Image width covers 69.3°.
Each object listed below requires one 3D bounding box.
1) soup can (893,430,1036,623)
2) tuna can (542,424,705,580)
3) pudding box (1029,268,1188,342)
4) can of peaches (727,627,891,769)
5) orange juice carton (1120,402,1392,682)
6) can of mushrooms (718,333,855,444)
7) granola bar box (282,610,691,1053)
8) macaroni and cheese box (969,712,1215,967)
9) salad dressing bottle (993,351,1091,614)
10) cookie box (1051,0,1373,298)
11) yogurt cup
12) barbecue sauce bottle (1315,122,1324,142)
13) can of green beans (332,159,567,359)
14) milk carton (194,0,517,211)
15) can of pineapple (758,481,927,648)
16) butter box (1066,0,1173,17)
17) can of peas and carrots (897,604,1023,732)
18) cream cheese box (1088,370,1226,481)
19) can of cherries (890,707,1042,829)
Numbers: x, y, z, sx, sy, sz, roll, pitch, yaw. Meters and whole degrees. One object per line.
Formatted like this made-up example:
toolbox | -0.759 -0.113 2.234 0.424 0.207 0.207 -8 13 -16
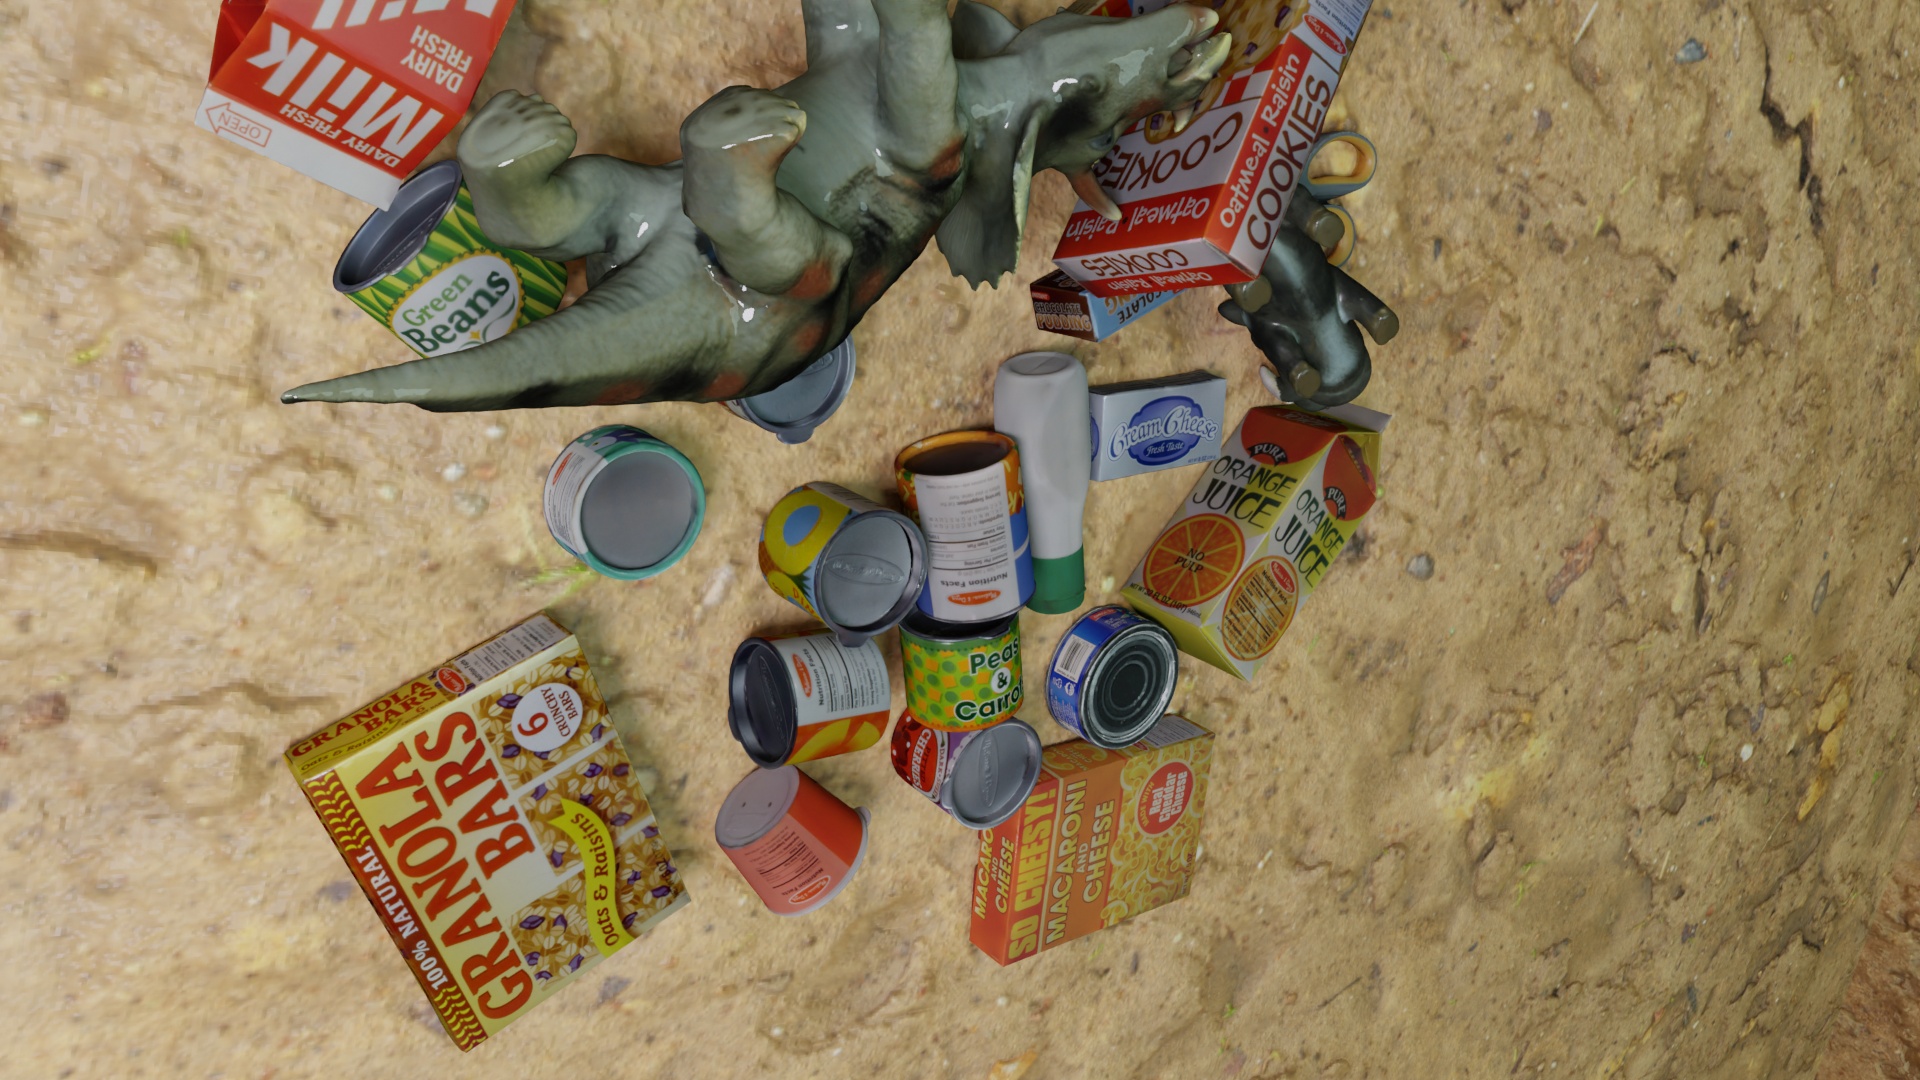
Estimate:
soup can | 0.003 -0.009 0.736 0.071 0.071 0.083 -24 119 -30
tuna can | -0.149 -0.016 0.630 0.071 0.033 0.070 -14 114 -34
pudding box | 0.085 -0.141 0.762 0.084 0.050 0.030 -32 122 -26
can of peaches | -0.077 0.079 0.703 0.058 0.071 0.071 -6 110 -38
orange juice carton | 0.195 -0.014 0.882 0.193 0.072 0.073 -53 131 -10
can of mushrooms | -0.086 -0.083 0.656 0.071 0.033 0.070 -15 115 -35
granola bar box | -0.208 0.132 0.633 0.125 0.039 0.164 -31 123 -27
macaroni and cheese box | 0.085 0.188 0.888 0.167 0.040 0.123 -8 111 -37
salad dressing bottle | 0.049 -0.030 0.777 0.064 0.044 0.147 -38 131 -47
cookie box | 0.122 -0.202 0.672 0.040 0.123 0.167 28 81 -28
yogurt cup | -0.090 0.152 0.720 0.072 0.072 0.053 -47 121 -16
barbecue sauce bottle | 0.195 -0.307 0.795 0.065 0.044 0.148 4 103 -38
can of green beans | -0.196 -0.103 0.539 0.071 0.071 0.057 -53 131 -11
milk carton | -0.197 -0.218 0.491 0.072 0.073 0.190 23 91 -42
can of pineapple | -0.060 0.010 0.695 0.071 0.058 0.070 -14 115 -34
butter box | 0.075 -0.258 0.728 0.104 0.024 0.053 -44 127 -19
can of peas and carrots | 0.002 0.064 0.756 0.071 0.071 0.058 -21 119 -32
cream cheese box | 0.114 -0.069 0.828 0.104 0.024 0.053 -12 112 -36
can of cherries | 0.001 0.121 0.784 0.072 0.058 0.071 -16 116 -34
